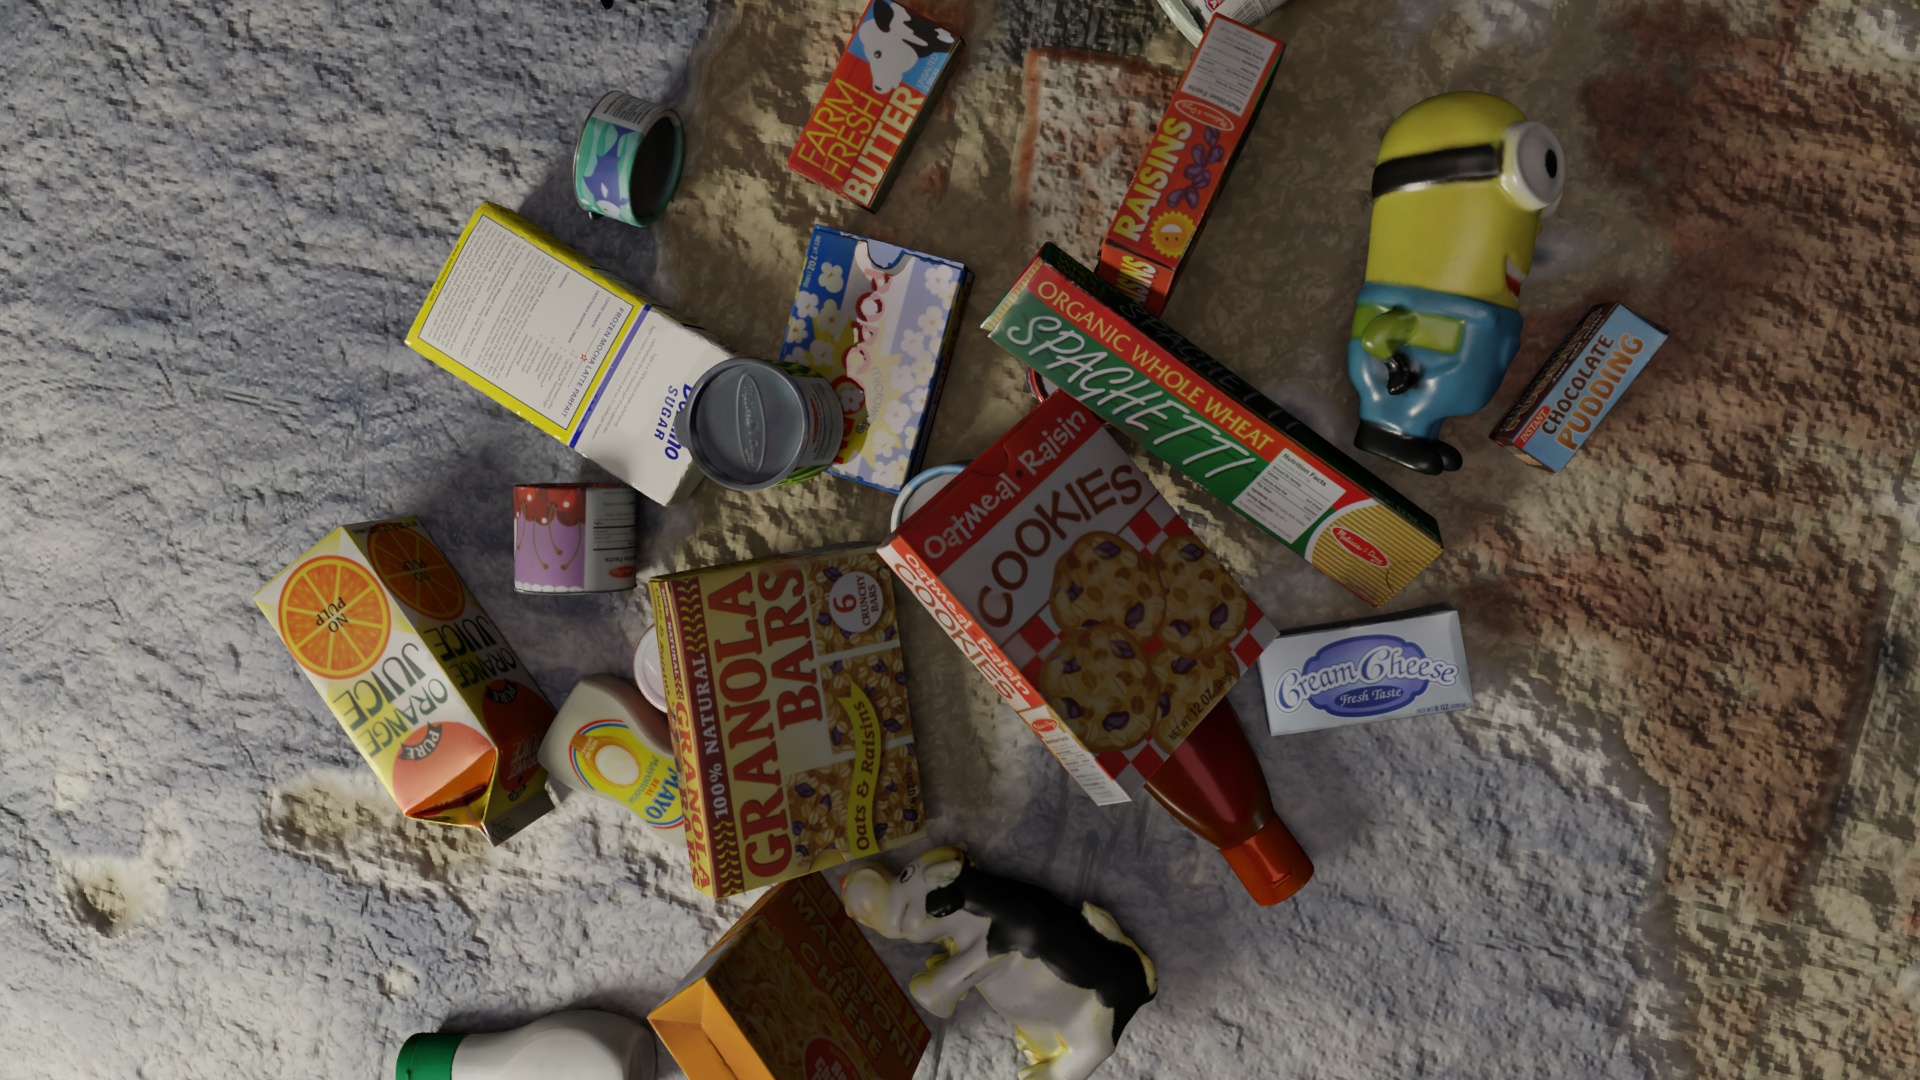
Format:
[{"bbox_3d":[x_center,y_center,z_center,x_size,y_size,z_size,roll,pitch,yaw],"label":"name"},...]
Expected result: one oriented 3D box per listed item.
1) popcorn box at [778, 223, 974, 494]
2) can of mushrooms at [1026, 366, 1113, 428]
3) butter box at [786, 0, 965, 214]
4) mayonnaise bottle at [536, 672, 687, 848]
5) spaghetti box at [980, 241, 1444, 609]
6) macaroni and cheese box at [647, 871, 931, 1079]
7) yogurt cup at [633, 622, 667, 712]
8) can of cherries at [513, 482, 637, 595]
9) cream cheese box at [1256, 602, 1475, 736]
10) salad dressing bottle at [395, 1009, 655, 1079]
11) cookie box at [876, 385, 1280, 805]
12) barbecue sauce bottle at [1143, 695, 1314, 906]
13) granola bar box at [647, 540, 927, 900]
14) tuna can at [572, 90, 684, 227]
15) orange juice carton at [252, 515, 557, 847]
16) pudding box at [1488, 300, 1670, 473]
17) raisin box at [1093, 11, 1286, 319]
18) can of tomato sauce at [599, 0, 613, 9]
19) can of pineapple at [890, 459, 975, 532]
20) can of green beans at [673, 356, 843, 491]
[{"bbox_3d":[-0.051,-0.096,0.745,0.085,0.038,0.126,17,98,9],"label":"popcorn box"},{"bbox_3d":[0.068,-0.090,0.727,0.071,0.033,0.071,1,96,9],"label":"can of mushrooms"},{"bbox_3d":[-0.045,-0.232,0.739,0.053,0.024,0.103,31,99,5],"label":"butter box"},{"bbox_3d":[-0.162,0.137,0.783,0.148,0.041,0.064,32,98,7],"label":"mayonnaise bottle"},{"bbox_3d":[0.126,-0.055,0.682,0.250,0.029,0.050,34,121,-10],"label":"spaghetti box"},{"bbox_3d":[-0.081,0.250,0.714,0.040,0.167,0.123,-35,88,12],"label":"macaroni and cheese box"},{"bbox_3d":[-0.145,0.065,0.767,0.072,0.054,0.072,1,94,10],"label":"yogurt cup"},{"bbox_3d":[-0.215,-0.002,0.768,0.071,0.071,0.058,1,95,10],"label":"can of cherries"},{"bbox_3d":[0.208,0.067,0.721,0.104,0.024,0.053,-10,92,10],"label":"cream cheese box"},{"bbox_3d":[-0.255,0.308,0.813,0.147,0.044,0.064,-3,96,11],"label":"salad dressing bottle"},{"bbox_3d":[0.060,0.025,0.678,0.123,0.040,0.167,-42,94,-25],"label":"cookie box"},{"bbox_3d":[0.128,0.121,0.729,0.065,0.043,0.148,-36,89,2],"label":"barbecue sauce bottle"},{"bbox_3d":[-0.089,0.091,0.732,0.124,0.039,0.165,-10,94,-30],"label":"granola bar box"},{"bbox_3d":[-0.177,-0.201,0.745,0.033,0.071,0.071,19,98,7],"label":"tuna can"},{"bbox_3d":[-0.300,0.084,0.787,0.073,0.072,0.192,-36,88,12],"label":"orange juice carton"},{"bbox_3d":[0.301,-0.075,0.679,0.030,0.050,0.083,37,101,3],"label":"pudding box"},{"bbox_3d":[0.108,-0.176,0.671,0.040,0.086,0.123,25,84,5],"label":"raisin box"},{"bbox_3d":[-0.155,-0.321,0.730,0.083,0.071,0.071,-2,95,10],"label":"can of tomato sauce"},{"bbox_3d":[0.003,-0.009,0.733,0.071,0.058,0.071,1,95,10],"label":"can of pineapple"},{"bbox_3d":[-0.099,-0.060,0.707,0.071,0.058,0.071,1,95,13],"label":"can of green beans"}]
